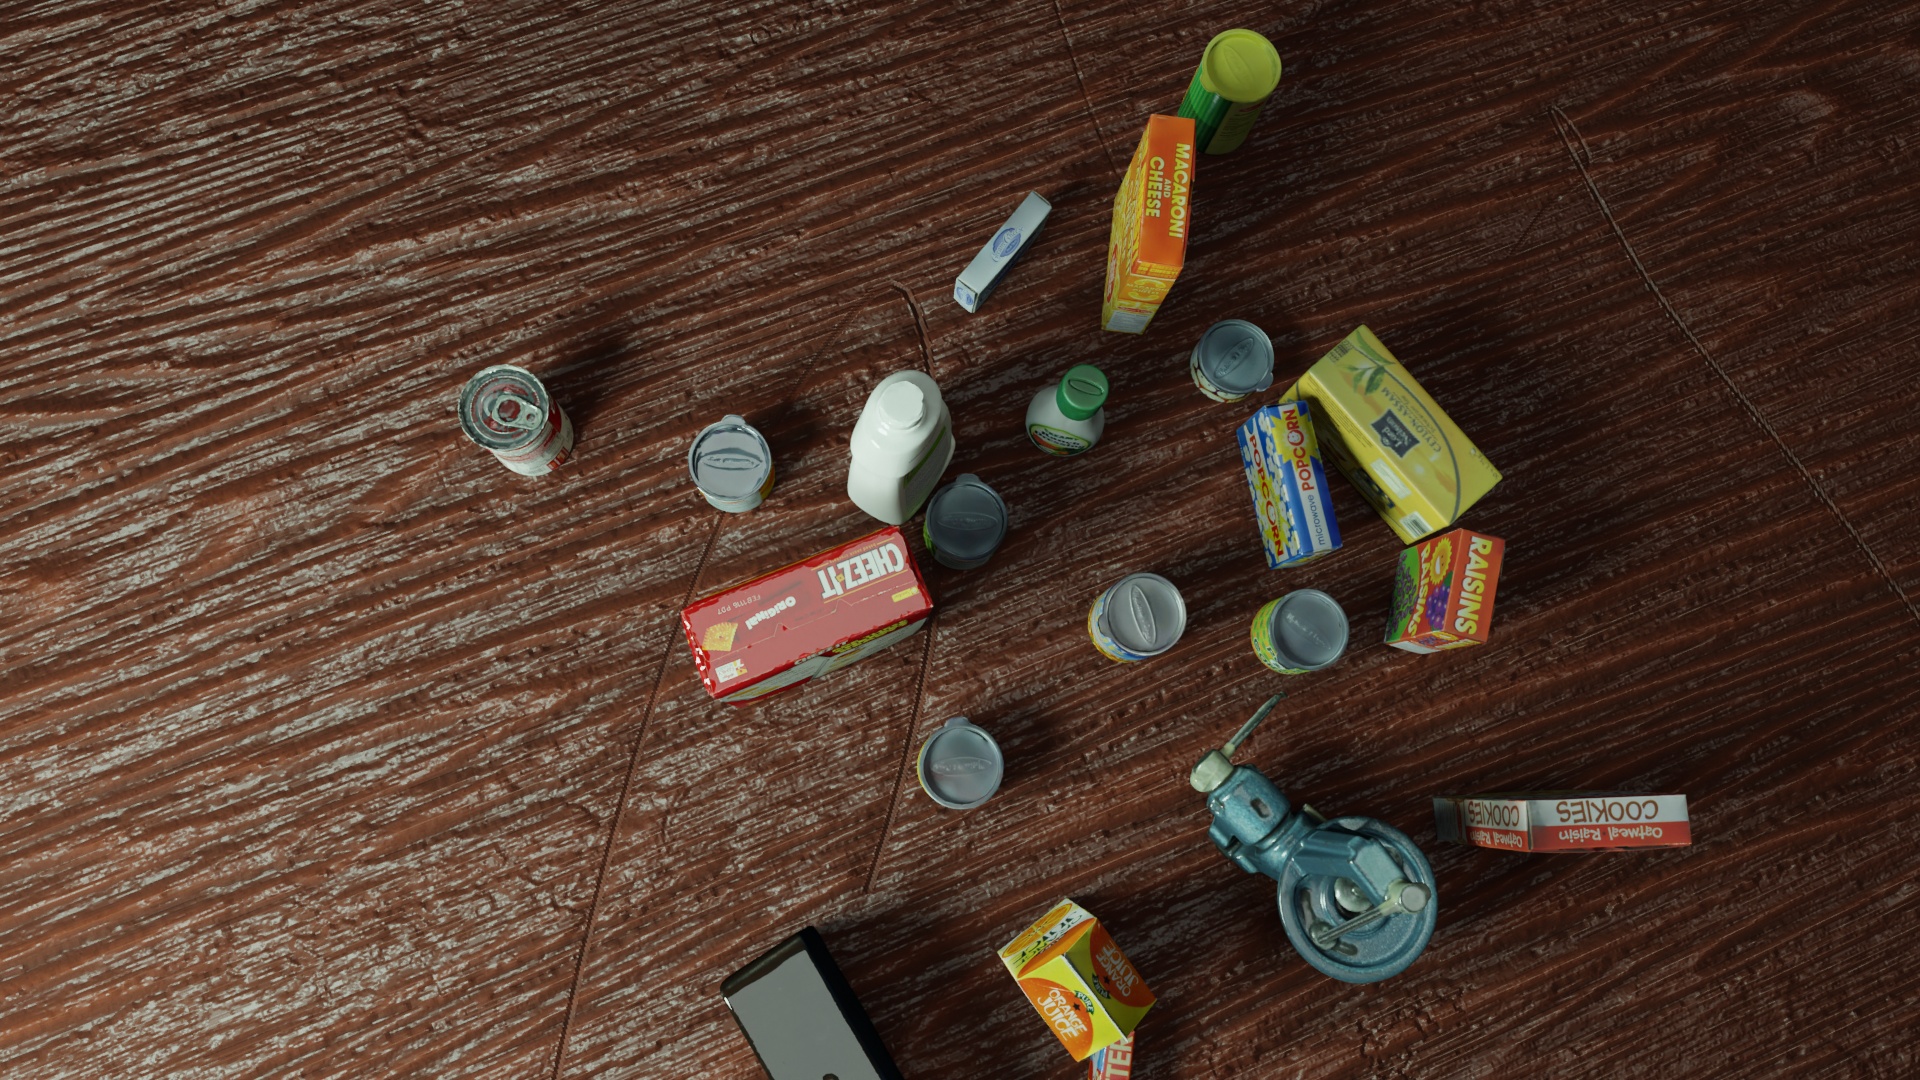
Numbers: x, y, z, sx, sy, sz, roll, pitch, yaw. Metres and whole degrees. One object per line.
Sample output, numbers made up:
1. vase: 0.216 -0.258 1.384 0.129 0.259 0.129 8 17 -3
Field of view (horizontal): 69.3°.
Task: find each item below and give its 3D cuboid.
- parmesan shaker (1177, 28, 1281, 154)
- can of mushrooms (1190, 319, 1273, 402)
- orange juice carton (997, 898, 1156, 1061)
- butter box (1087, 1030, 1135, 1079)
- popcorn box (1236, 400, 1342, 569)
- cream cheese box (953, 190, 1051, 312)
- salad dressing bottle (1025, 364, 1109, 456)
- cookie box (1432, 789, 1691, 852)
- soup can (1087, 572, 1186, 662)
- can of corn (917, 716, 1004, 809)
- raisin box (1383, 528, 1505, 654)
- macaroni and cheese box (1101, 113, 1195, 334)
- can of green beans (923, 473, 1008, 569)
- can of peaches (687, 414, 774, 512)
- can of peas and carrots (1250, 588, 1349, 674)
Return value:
1. parmesan shaker: 0.227 -0.383 1.197 0.071 0.103 0.071 1 81 -4
2. can of mushrooms: 0.234 -0.152 1.193 0.071 0.033 0.071 1 80 -4
3. orange juice carton: 0.084 0.321 1.018 0.073 0.192 0.072 -35 85 -9
4. butter box: 0.113 0.424 1.073 0.024 0.053 0.103 10 80 -2
5. popcorn box: 0.271 -0.044 1.150 0.038 0.085 0.127 -11 81 -6
6. cream cheese box: 0.035 -0.245 1.184 0.024 0.053 0.104 39 80 3
7. salad dressing bottle: 0.089 -0.105 1.116 0.064 0.147 0.044 19 80 -1
8. cookie box: 0.460 0.217 1.077 0.123 0.167 0.040 -2 81 -4
9. soup can: 0.138 0.064 1.122 0.071 0.083 0.071 1 80 -4
10. can of corn: -0.001 0.177 1.105 0.071 0.058 0.071 1 80 -4
11. raisin box: 0.390 0.044 1.124 0.040 0.123 0.086 15 80 -1
12. macaroni and cheese box: 0.153 -0.254 1.137 0.040 0.166 0.124 7 80 -3
13. can of green beans: 0.004 -0.012 1.139 0.071 0.057 0.071 1 80 -4
14. can of peaches: -0.185 -0.061 1.133 0.071 0.058 0.071 1 80 -4
15. can of peas and carrots: 0.277 0.078 1.143 0.071 0.058 0.071 1 80 -4
